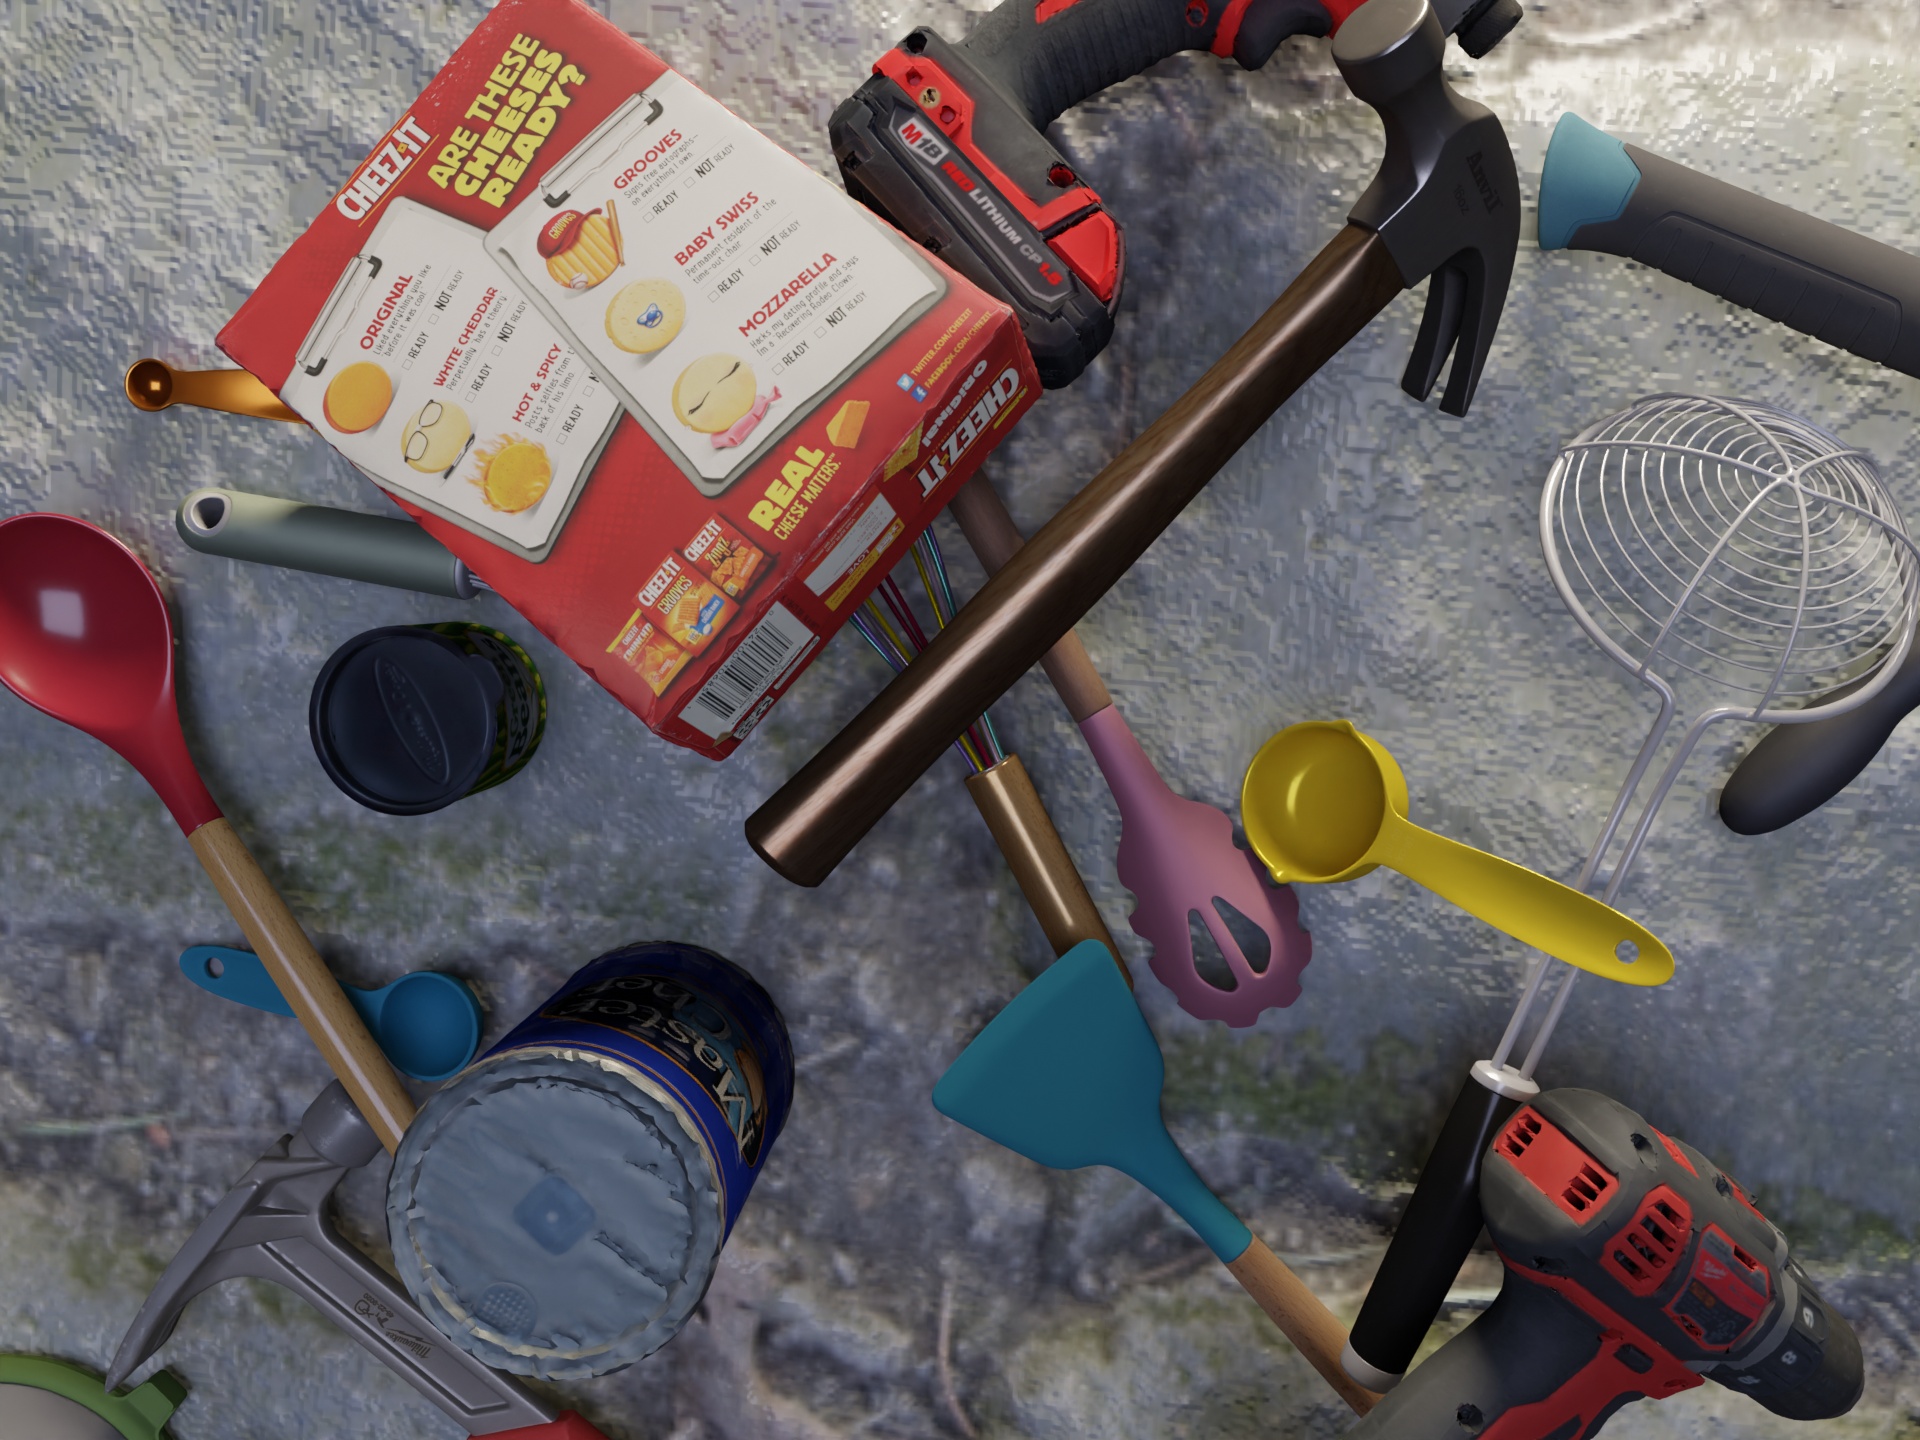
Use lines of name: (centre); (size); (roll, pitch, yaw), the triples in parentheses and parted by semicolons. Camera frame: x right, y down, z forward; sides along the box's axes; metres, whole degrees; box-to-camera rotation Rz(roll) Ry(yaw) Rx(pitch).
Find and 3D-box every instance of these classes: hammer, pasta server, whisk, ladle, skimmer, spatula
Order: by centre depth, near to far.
hammer: (0.336, -0.112, 0.503); (0.331, 0.033, 0.128); (29, 103, 16)
hammer: (0.056, -0.069, 0.523); (0.331, 0.031, 0.129); (-45, 131, 3)
whisk: (0.374, -0.059, 0.539); (0.070, 0.070, 0.284); (45, 102, -2)
skimmer: (0.213, 0.063, 0.558); (0.127, 0.090, 0.363); (22, 102, 7)
whisk: (-0.002, -0.001, 0.572); (0.051, 0.047, 0.245); (-27, 97, 4)
pasta server: (0.035, -0.026, 0.576); (0.060, 0.040, 0.316); (-30, 89, 6)
whisk: (-0.169, -0.054, 0.576); (0.246, 0.059, 0.058); (10, 76, 7)
spatula: (0.121, 0.217, 0.584); (0.082, 0.044, 0.317); (-43, 93, -6)
ladle: (-0.264, 0.061, 0.588); (0.069, 0.031, 0.315); (-34, 88, 1)
hammer: (-0.146, 0.302, 0.611); (0.359, 0.037, 0.149); (39, 94, -1)

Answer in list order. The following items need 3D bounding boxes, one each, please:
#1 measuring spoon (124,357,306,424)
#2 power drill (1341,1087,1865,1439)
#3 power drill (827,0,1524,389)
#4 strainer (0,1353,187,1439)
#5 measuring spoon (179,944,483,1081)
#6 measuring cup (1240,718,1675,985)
measuring spoon: (-0.251, -0.121, 0.592); (0.117, 0.011, 0.021); (4, 95, -1)
power drill: (0.196, 0.249, 0.536); (0.187, 0.080, 0.226); (38, 92, -27)
power drill: (0.074, -0.221, 0.531); (0.219, 0.078, 0.143); (-44, 92, 4)
strainer: (-0.431, 0.326, 0.615); (0.256, 0.069, 0.151); (4, 96, 1)
measuring spoon: (-0.239, 0.105, 0.612); (0.128, 0.021, 0.042); (12, 97, 11)
measuring cup: (0.165, 0.048, 0.533); (0.157, 0.029, 0.062); (28, 102, 37)
